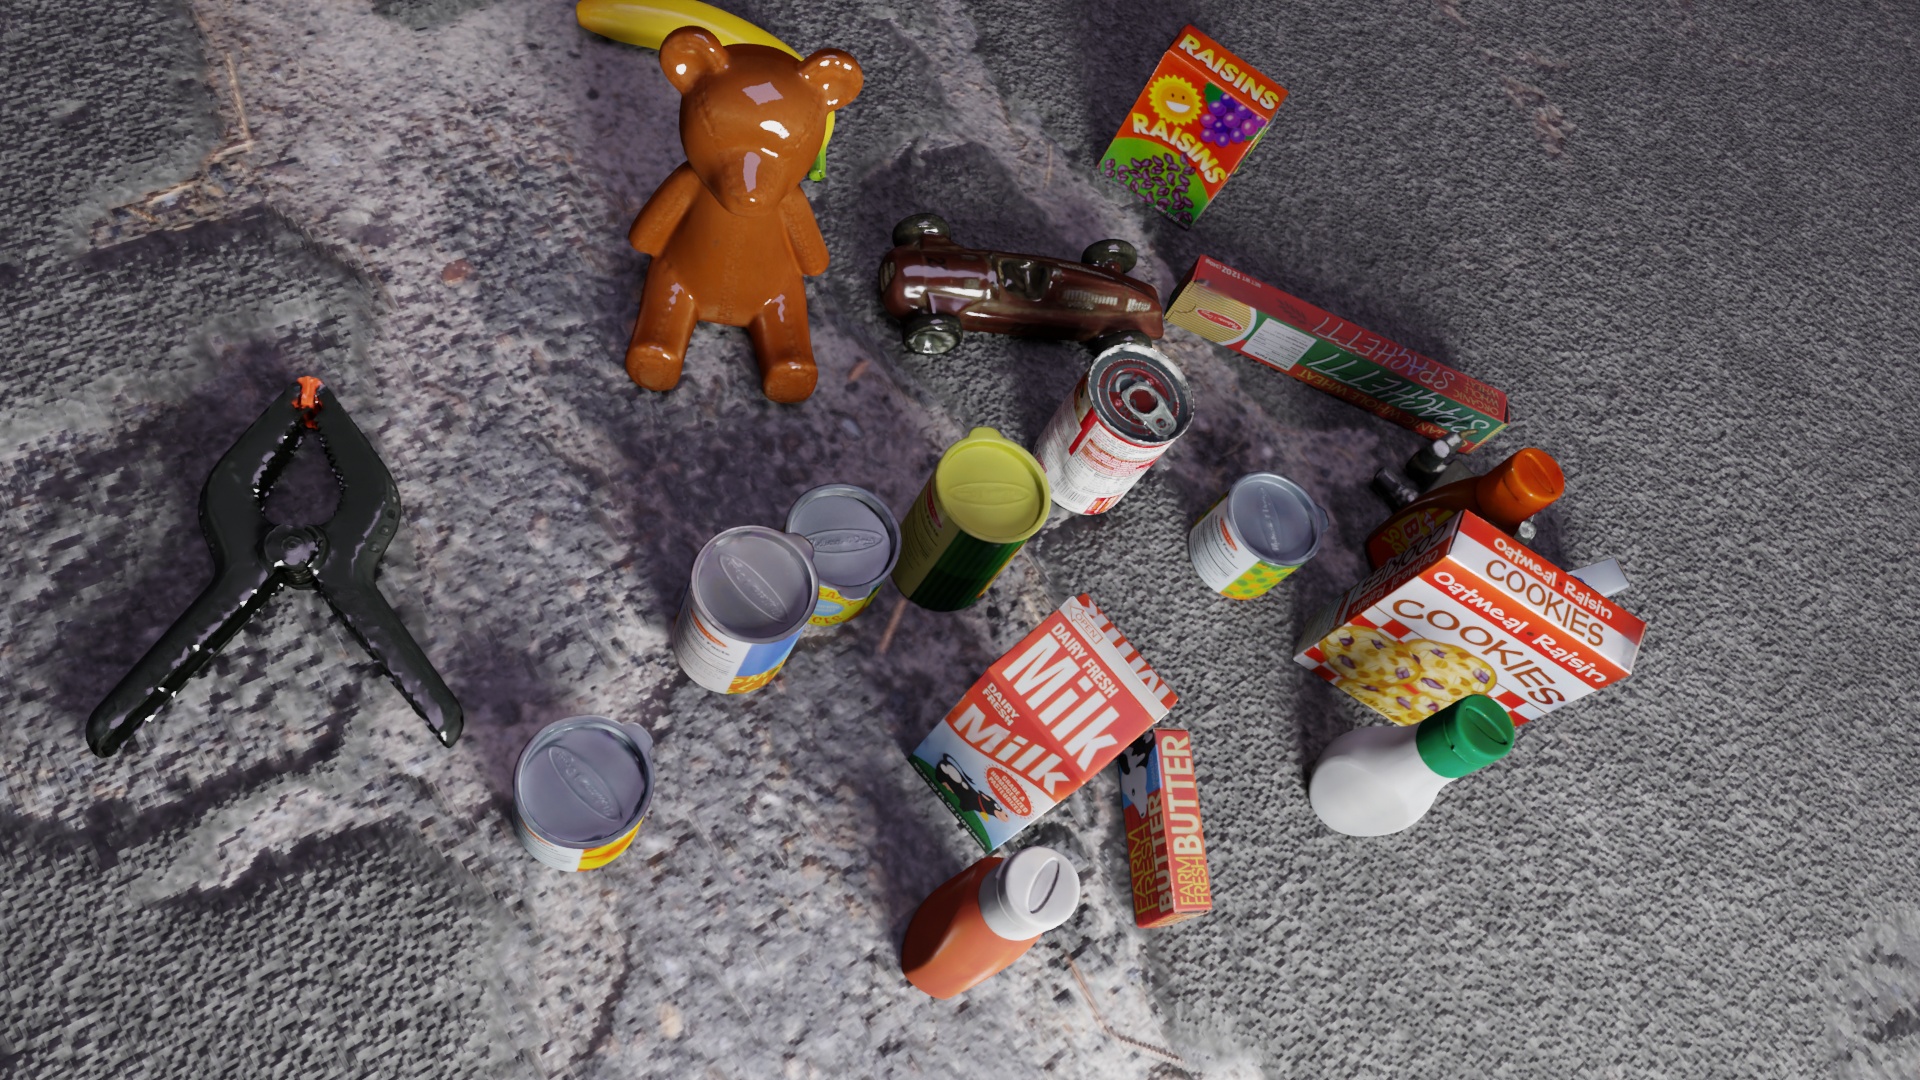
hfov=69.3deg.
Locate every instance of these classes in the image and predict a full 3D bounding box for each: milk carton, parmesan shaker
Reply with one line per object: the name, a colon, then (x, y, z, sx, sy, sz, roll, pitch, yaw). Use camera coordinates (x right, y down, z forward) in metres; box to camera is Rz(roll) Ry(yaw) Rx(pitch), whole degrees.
milk carton: (0.044, 0.091, 0.712, 0.074, 0.189, 0.072, -36, 81, -29)
parmesan shaker: (0.003, -0.010, 0.798, 0.071, 0.102, 0.071, 8, 63, -16)

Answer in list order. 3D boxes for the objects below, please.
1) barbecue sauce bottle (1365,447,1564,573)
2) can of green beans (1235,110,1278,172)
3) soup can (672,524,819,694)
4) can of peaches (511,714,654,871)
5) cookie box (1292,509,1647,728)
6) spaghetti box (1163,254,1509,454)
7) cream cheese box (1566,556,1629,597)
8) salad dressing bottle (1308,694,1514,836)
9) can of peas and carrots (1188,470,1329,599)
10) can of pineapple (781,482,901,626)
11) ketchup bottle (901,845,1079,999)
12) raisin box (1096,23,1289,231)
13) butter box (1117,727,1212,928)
barbecue sauce bottle: (0.320, -0.009, 0.882, 0.044, 0.148, 0.065, -20, 73, -26)
can of green beans: (0.194, -0.314, 1.040, 0.071, 0.057, 0.071, 8, 63, -16)
soup can: (-0.115, 0.037, 0.745, 0.071, 0.083, 0.071, 8, 63, -16)
can of peaches: (-0.187, 0.125, 0.692, 0.071, 0.057, 0.071, 8, 63, -16)
cookie box: (0.297, 0.060, 0.829, 0.123, 0.166, 0.040, 32, 59, -2)
spaghetti box: (0.266, -0.128, 0.979, 0.250, 0.050, 0.029, 22, 60, -8)
cream cheese box: (0.394, 0.042, 0.938, 0.104, 0.053, 0.024, -14, 71, -25)
salad dressing bottle: (0.255, 0.128, 0.793, 0.064, 0.147, 0.044, 43, 60, 4)
can of peas and carrots: (0.189, -0.003, 0.885, 0.071, 0.058, 0.071, 8, 63, -16)
can of pineapple: (-0.073, 0.011, 0.788, 0.071, 0.057, 0.071, 8, 63, -16)
ketchup bottle: (0.014, 0.183, 0.681, 0.043, 0.148, 0.065, 32, 59, -2)
raisin box: (0.161, -0.288, 0.978, 0.086, 0.122, 0.040, 35, 59, 0)
butter box: (0.114, 0.162, 0.782, 0.024, 0.053, 0.104, 4, 64, -17)
